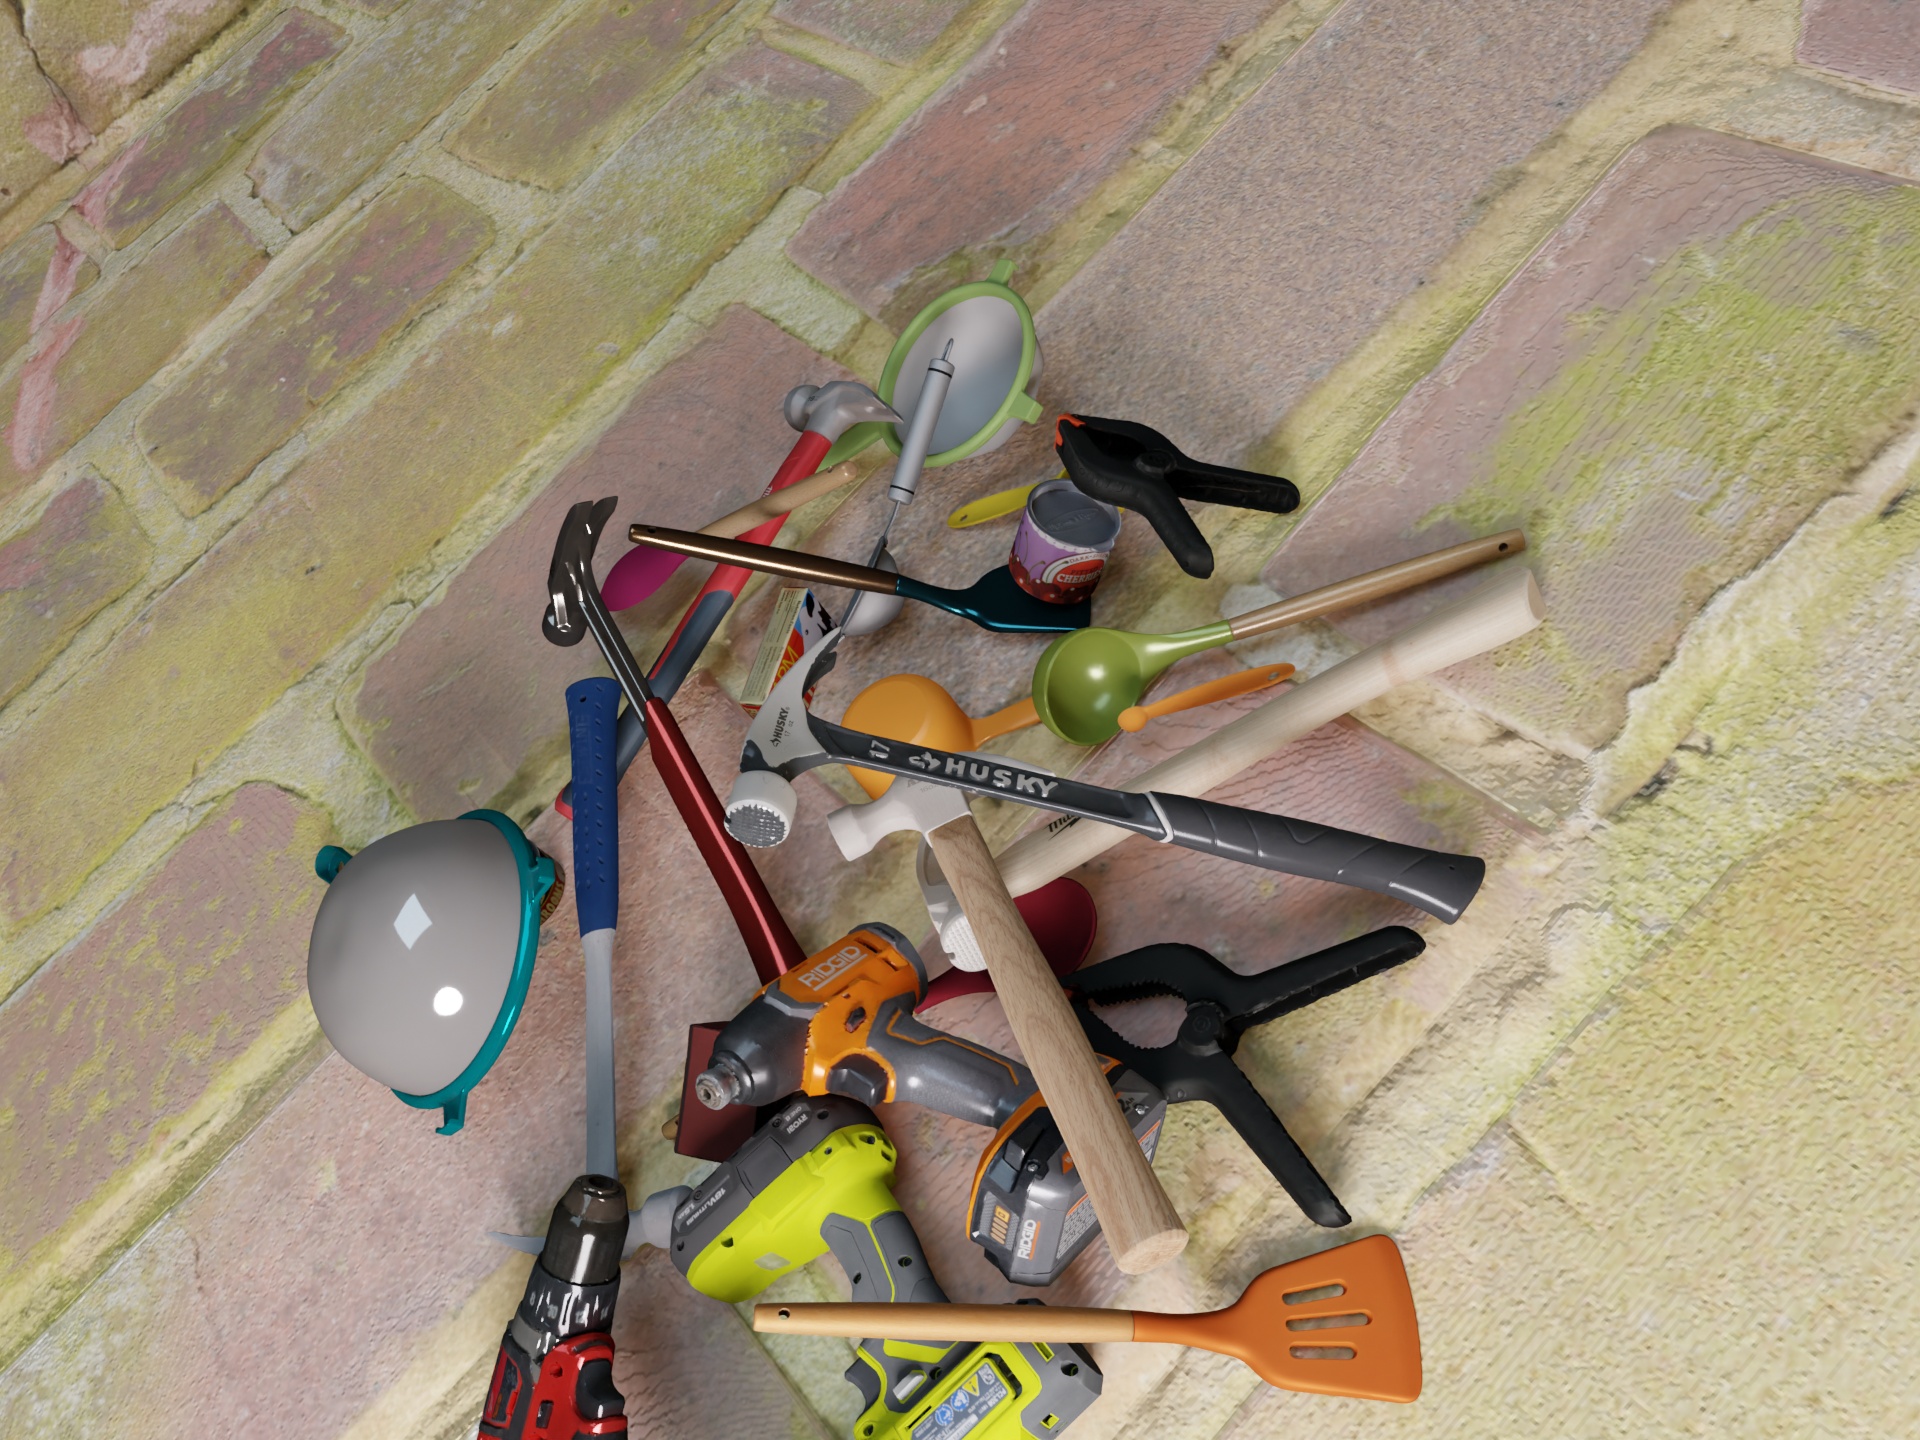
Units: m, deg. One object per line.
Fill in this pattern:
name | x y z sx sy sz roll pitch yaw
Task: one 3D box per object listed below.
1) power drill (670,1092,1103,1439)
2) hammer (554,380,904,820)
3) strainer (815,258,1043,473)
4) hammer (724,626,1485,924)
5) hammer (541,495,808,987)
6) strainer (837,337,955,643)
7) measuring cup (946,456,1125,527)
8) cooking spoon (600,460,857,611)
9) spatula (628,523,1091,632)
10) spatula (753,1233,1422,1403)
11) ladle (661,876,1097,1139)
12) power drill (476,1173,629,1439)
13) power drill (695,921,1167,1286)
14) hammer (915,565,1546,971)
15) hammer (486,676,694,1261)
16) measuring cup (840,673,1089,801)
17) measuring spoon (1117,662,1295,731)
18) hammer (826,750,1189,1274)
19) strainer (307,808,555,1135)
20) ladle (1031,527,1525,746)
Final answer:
power drill | -0.060 0.334 0.855 0.190 0.080 0.229 -42 52 -5
hammer | -0.178 -0.086 1.185 0.143 0.038 0.386 20 77 57
strainer | -0.028 -0.233 1.243 0.256 0.069 0.152 -27 57 32
hammer | 0.086 0.045 0.865 0.409 0.036 0.149 13 44 -3
hammer | -0.182 0.029 1.050 0.036 0.149 0.359 -19 69 -33
strainer | -0.044 -0.156 1.162 0.050 0.087 0.258 18 90 -8
measuring cup | 0.059 -0.158 1.167 0.156 0.029 0.062 -11 53 36
cooking spoon | -0.183 -0.140 1.188 0.319 0.017 0.069 -15 50 44
spatula | -0.067 -0.107 1.094 0.317 0.044 0.082 9 52 -13
spatula | 0.061 0.292 0.777 0.322 0.041 0.081 4 55 -7
ladle | -0.052 0.187 0.983 0.315 0.031 0.069 -29 53 10
power drill | -0.177 0.368 0.837 0.227 0.080 0.188 23 99 48
power drill | -0.023 0.204 0.861 0.227 0.084 0.164 26 32 28
hammer | 0.161 0.015 0.965 0.410 0.038 0.146 -29 20 0
hammer | -0.248 0.155 1.064 0.144 0.035 0.406 -20 59 20
measuring cup | -0.002 -0.003 1.068 0.173 0.052 0.095 -21 51 16
measuring spoon | 0.156 -0.014 1.002 0.117 0.021 0.011 -17 51 1
hammer | 0.036 0.135 0.833 0.130 0.031 0.332 -27 46 -2
strainer | -0.426 0.140 1.136 0.341 0.095 0.211 19 89 46
ladle | 0.198 -0.060 1.002 0.320 0.078 0.062 -18 25 10
